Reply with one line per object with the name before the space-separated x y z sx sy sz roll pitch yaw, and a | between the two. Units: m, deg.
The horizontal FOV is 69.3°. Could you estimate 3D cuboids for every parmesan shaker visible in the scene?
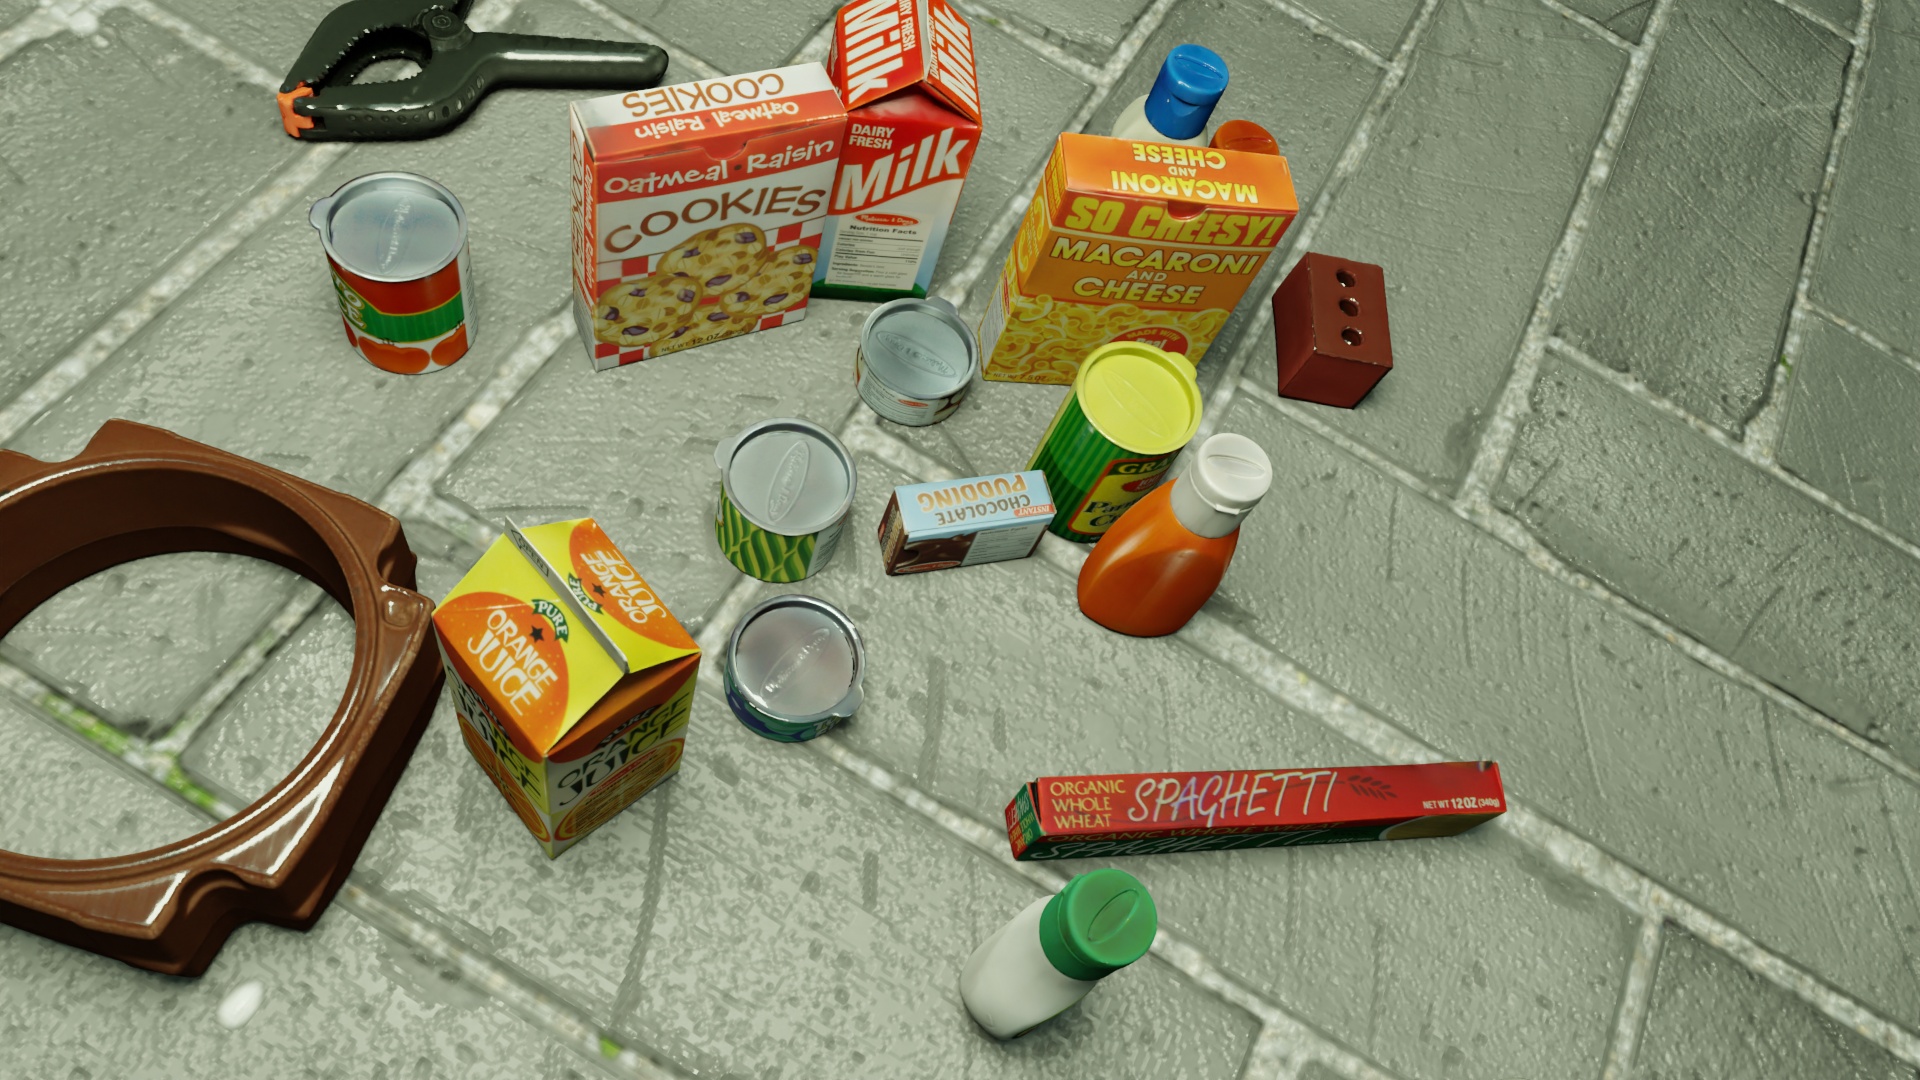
parmesan shaker | 0.080 -0.051 0.736 0.071 0.102 0.071 6 62 -12

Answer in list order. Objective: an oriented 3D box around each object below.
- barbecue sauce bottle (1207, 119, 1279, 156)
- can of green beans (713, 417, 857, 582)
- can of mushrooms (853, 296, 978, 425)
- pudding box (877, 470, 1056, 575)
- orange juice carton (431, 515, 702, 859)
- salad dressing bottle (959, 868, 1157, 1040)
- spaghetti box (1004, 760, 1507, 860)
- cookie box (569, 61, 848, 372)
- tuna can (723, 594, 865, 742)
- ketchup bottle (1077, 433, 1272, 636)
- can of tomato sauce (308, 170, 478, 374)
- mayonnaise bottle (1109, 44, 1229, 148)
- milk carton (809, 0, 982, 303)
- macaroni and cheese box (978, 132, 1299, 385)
barbecue sauce bottle | 0.134 -0.174 0.789 0.065 0.147 0.044 -8 66 -19
can of green beans | -0.089 -0.020 0.701 0.071 0.057 0.071 6 62 -12
can of mushrooms | -0.024 -0.101 0.775 0.071 0.033 0.071 6 62 -12
pudding box | 0.003 -0.009 0.725 0.084 0.049 0.030 -8 66 -19
orange juice carton | -0.158 0.058 0.564 0.073 0.191 0.072 -35 77 -27
salad dressing bottle | 0.040 0.173 0.582 0.064 0.147 0.044 -37 77 -28
spaghetti box | 0.147 0.133 0.688 0.250 0.050 0.029 0 63 -15
cookie box | -0.130 -0.159 0.701 0.123 0.166 0.040 -18 69 -22
tuna can | -0.079 0.064 0.674 0.071 0.032 0.071 6 62 -12
ketchup bottle | 0.108 0.000 0.691 0.065 0.148 0.044 12 61 -8
can of tomato sauce | -0.281 -0.132 0.695 0.071 0.082 0.071 6 62 -12
mayonnaise bottle | 0.111 -0.221 0.808 0.065 0.147 0.041 22 60 -3
milk carton | -0.037 -0.212 0.740 0.073 0.189 0.072 2 63 -14
macaroni and cheese box | 0.090 -0.143 0.751 0.124 0.165 0.040 2 63 -14
